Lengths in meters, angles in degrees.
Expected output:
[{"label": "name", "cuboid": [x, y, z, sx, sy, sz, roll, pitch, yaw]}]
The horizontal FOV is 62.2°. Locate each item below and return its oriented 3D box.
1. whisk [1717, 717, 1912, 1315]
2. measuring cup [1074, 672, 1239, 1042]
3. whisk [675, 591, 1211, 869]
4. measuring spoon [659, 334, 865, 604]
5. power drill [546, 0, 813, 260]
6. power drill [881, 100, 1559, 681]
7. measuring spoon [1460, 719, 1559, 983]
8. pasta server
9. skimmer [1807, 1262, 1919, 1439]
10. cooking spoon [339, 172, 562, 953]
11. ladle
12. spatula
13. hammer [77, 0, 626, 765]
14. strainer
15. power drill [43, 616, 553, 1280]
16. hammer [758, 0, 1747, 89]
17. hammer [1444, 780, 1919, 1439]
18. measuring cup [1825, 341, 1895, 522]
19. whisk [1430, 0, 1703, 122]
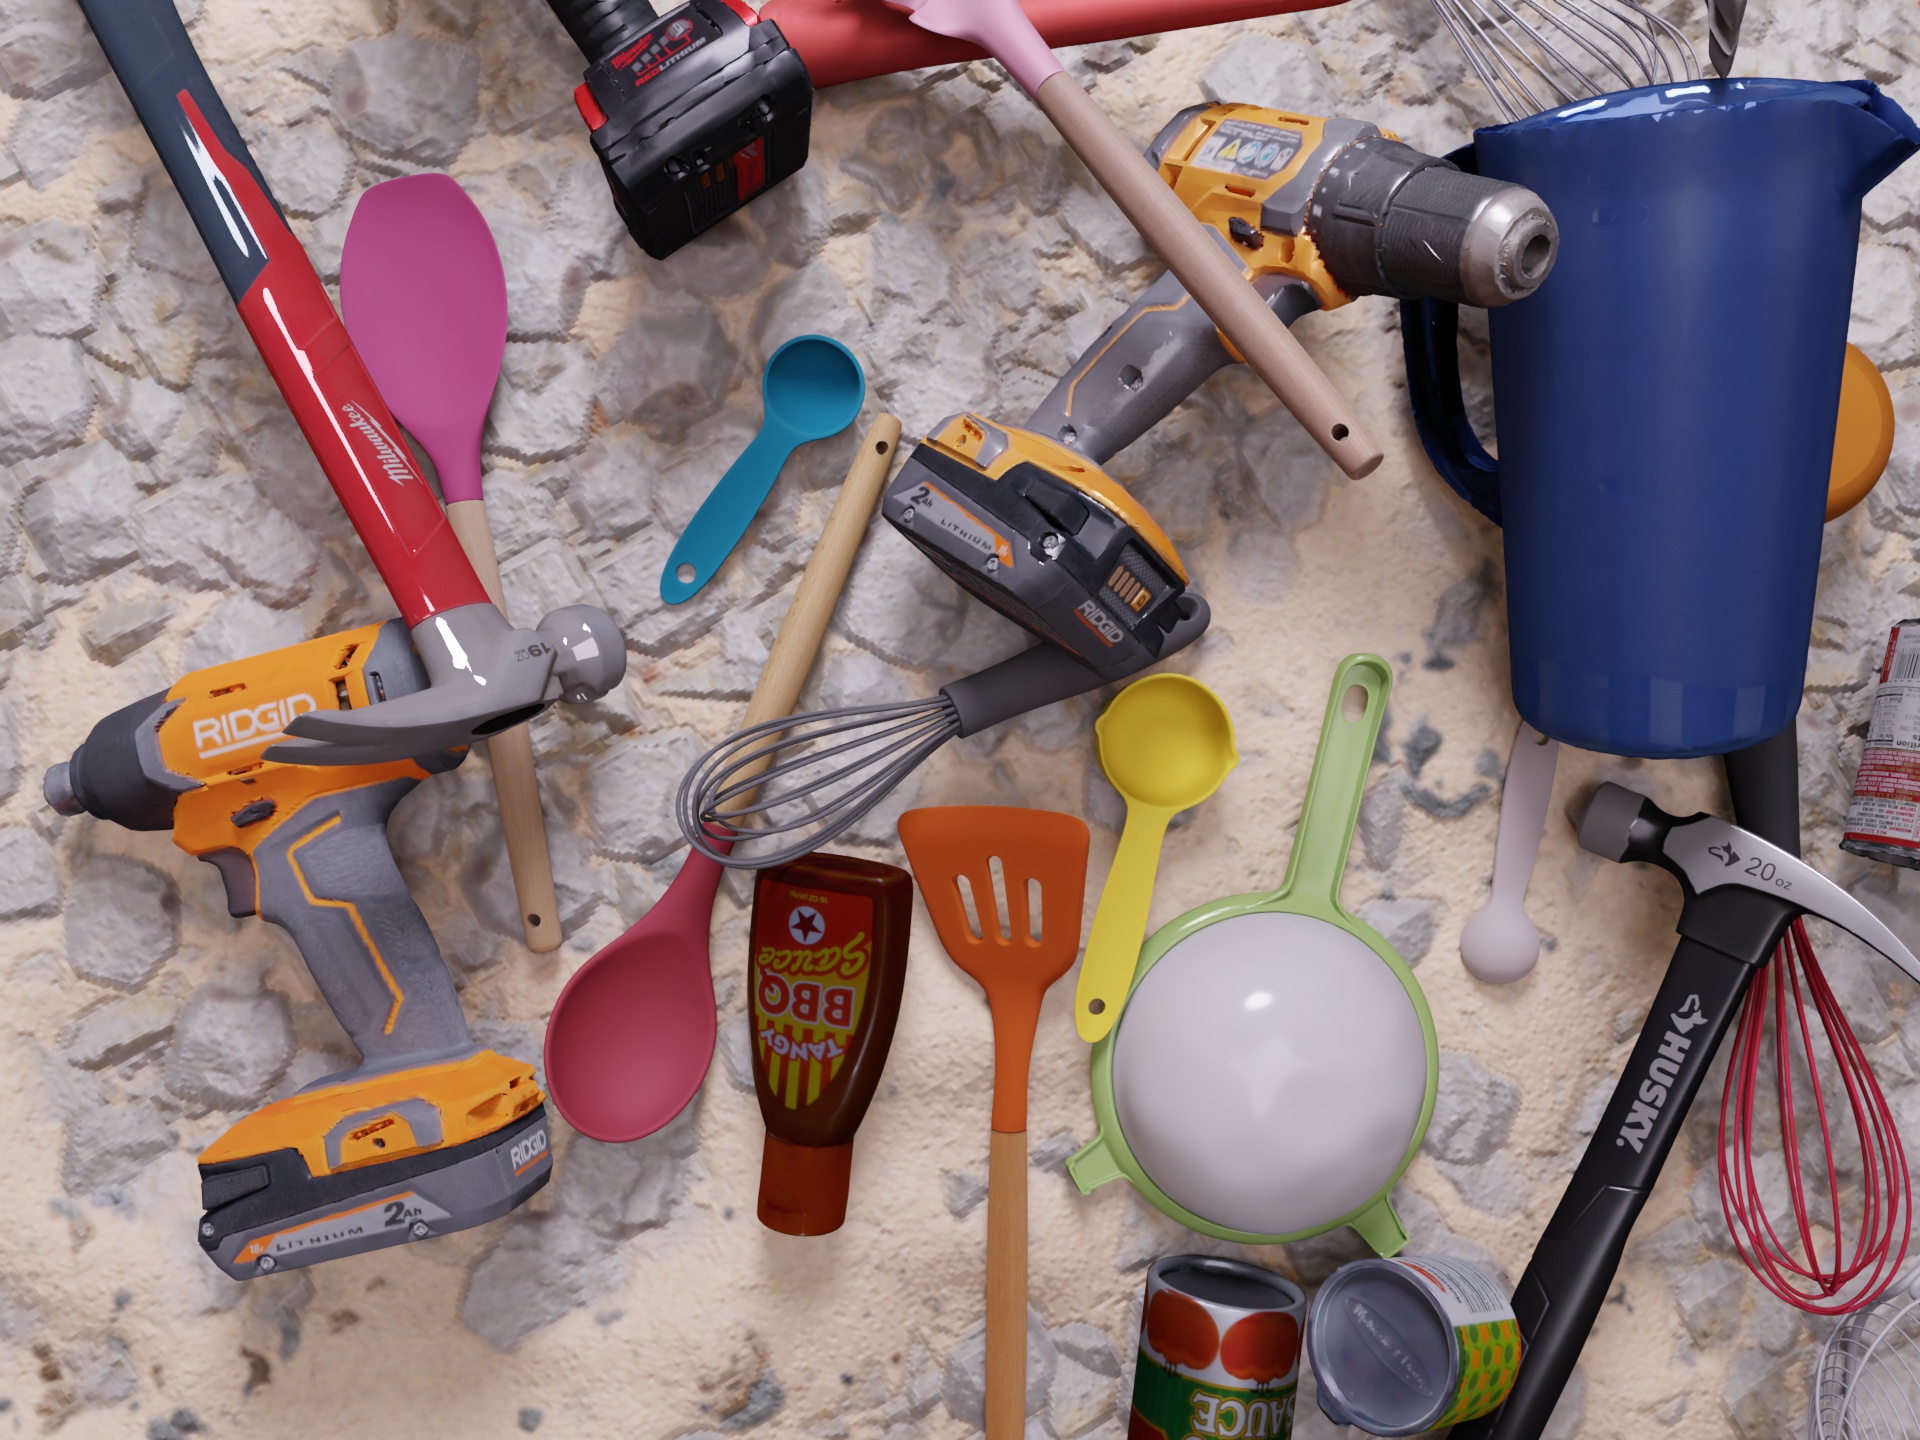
[{"label": "whisk", "cuboid": [0.350, 0.100, 0.675, 0.073, 0.073, 0.296, -4, 85, -5]}, {"label": "measuring cup", "cuboid": [0.071, 0.057, 0.666, 0.062, 0.029, 0.156, 15, 91, -5]}, {"label": "whisk", "cuboid": [-0.001, -0.002, 0.638, 0.239, 0.055, 0.055, -23, 92, -15]}, {"label": "measuring spoon", "cuboid": [-0.085, -0.102, 0.660, 0.042, 0.021, 0.128, 35, 97, -5]}, {"label": "power drill", "cuboid": [-0.148, -0.294, 0.569, 0.080, 0.188, 0.226, -35, 97, -3]}, {"label": "power drill", "cuboid": [0.094, -0.128, 0.594, 0.226, 0.186, 0.084, -52, 132, -1]}, {"label": "measuring spoon", "cuboid": [0.242, 0.053, 0.683, 0.034, 0.018, 0.124, 11, 89, -5]}, {"label": "pasta server", "cuboid": [0.044, -0.205, 0.553, 0.060, 0.040, 0.316, -40, 70, 18]}, {"label": "skimmer", "cuboid": [0.471, 0.199, 0.667, 0.090, 0.127, 0.363, 38, 78, 12]}, {"label": "cooking spoon", "cuboid": [-0.197, -0.063, 0.646, 0.069, 0.017, 0.319, -10, 91, 4]}, {"label": "ladle", "cuboid": [-0.089, 0.019, 0.651, 0.069, 0.031, 0.315, 24, 86, -23]}, {"label": "spatula", "cuboid": [0.016, 0.194, 0.654, 0.081, 0.041, 0.322, 1, 92, 19]}, {"label": "hammer", "cuboid": [-0.268, -0.163, 0.585, 0.038, 0.143, 0.386, -34, 83, 35]}, {"label": "strainer", "cuboid": [0.145, 0.097, 0.649, 0.151, 0.069, 0.256, 14, 91, -5]}, {"label": "power drill", "cuboid": [-0.256, 0.087, 0.611, 0.164, 0.084, 0.226, -14, 88, 4]}, {"label": "hammer", "cuboid": [0.098, -0.274, 0.604, 0.359, 0.036, 0.149, -4, 53, 11]}, {"label": "hammer", "cuboid": [0.268, 0.204, 0.654, 0.146, 0.035, 0.335, 25, 95, 32]}, {"label": "measuring cup", "cuboid": [0.322, -0.156, 0.671, 0.095, 0.052, 0.173, -38, 95, -4]}, {"label": "whisk", "cuboid": [0.190, -0.328, 0.662, 0.284, 0.070, 0.070, 43, 87, 2]}]
